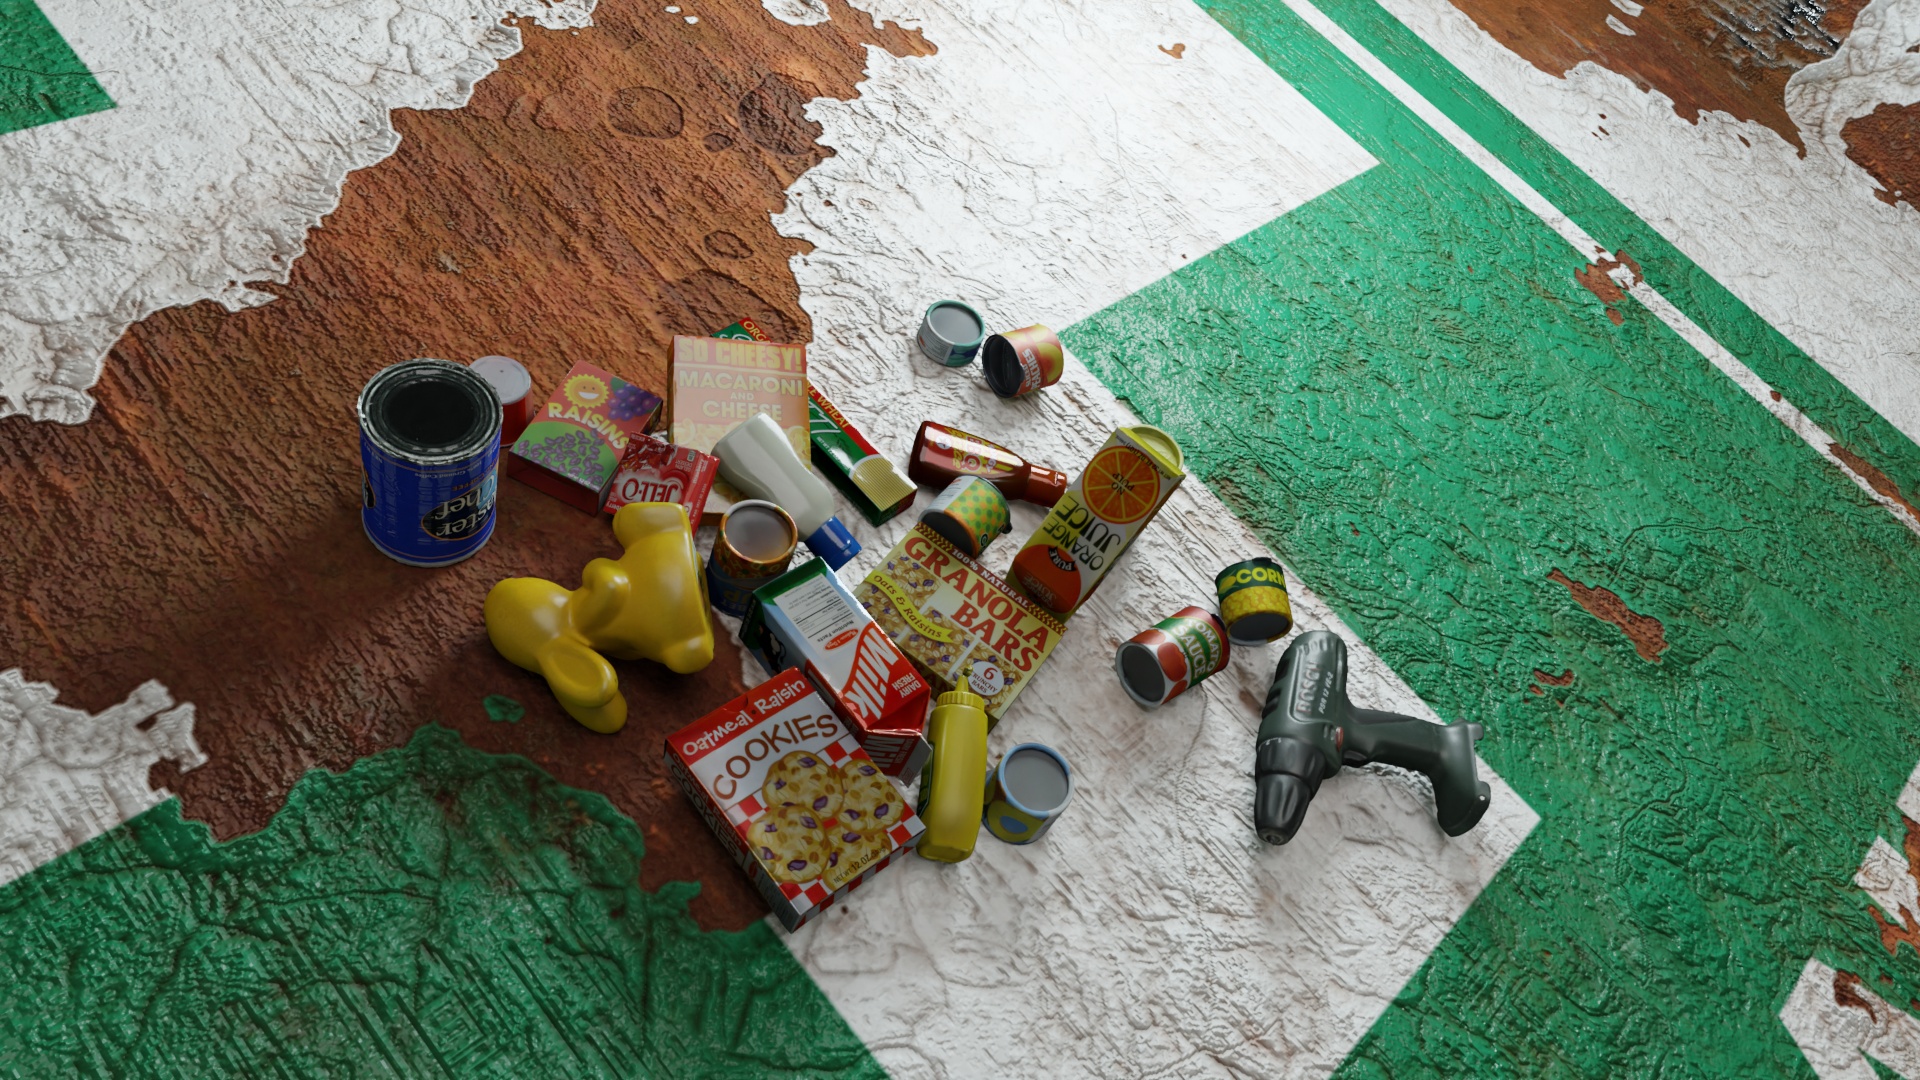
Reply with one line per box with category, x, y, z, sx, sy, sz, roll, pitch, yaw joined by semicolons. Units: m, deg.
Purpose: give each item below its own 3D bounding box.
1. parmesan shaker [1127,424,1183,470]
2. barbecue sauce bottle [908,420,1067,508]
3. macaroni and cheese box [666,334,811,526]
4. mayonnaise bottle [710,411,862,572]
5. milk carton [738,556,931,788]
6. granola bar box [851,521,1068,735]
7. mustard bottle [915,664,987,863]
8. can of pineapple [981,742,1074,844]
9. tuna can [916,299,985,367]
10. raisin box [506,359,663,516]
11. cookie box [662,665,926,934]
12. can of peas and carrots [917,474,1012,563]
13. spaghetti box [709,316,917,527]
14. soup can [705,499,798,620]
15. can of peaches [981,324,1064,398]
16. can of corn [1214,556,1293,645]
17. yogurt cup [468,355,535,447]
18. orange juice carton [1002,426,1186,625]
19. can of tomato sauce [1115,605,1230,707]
parmesan shaker;0.163;-0.052;1.332;0.071;0.102;0.071;11;52;-14
barbecue sauce bottle;0.027;-0.067;1.329;0.148;0.043;0.065;16;50;-10
macaroni and cheese box;-0.198;-0.096;1.238;0.124;0.040;0.167;3;71;-20
mayonnaise bottle;-0.146;-0.037;1.192;0.065;0.041;0.148;-41;91;-30
milk carton;-0.092;0.114;1.131;0.074;0.072;0.191;-29;69;-35
granola bar box;-0.007;0.075;1.213;0.165;0.038;0.125;36;52;7
mustard bottle;-0.005;0.174;1.115;0.049;0.065;0.161;12;60;-11
can of pineapple;0.051;0.205;1.129;0.071;0.057;0.071;10;53;-14
tuna can;-0.007;-0.215;1.431;0.071;0.032;0.071;10;53;-14
raisin box;-0.326;-0.091;1.212;0.086;0.039;0.124;25;52;-1
cookie box;-0.126;0.190;1.048;0.123;0.040;0.168;-29;68;-35
can of peas and carrots;0.005;-0.016;1.269;0.071;0.070;0.059;38;52;8
spaghetti box;-0.143;-0.115;1.308;0.250;0.028;0.050;45;53;14
soup can;-0.175;0.018;1.162;0.071;0.083;0.072;11;53;-14
can of peaches;0.065;-0.182;1.412;0.058;0.071;0.071;-19;64;-32
can of corn;0.279;0.058;1.317;0.071;0.070;0.058;8;54;-16
yogurt cup;-0.400;-0.122;1.197;0.072;0.053;0.073;11;53;-15
orange juice carton;0.114;-0.006;1.250;0.072;0.192;0.073;40;12;10
can of tomato sauce;0.192;0.104;1.250;0.083;0.070;0.071;-24;67;-33
